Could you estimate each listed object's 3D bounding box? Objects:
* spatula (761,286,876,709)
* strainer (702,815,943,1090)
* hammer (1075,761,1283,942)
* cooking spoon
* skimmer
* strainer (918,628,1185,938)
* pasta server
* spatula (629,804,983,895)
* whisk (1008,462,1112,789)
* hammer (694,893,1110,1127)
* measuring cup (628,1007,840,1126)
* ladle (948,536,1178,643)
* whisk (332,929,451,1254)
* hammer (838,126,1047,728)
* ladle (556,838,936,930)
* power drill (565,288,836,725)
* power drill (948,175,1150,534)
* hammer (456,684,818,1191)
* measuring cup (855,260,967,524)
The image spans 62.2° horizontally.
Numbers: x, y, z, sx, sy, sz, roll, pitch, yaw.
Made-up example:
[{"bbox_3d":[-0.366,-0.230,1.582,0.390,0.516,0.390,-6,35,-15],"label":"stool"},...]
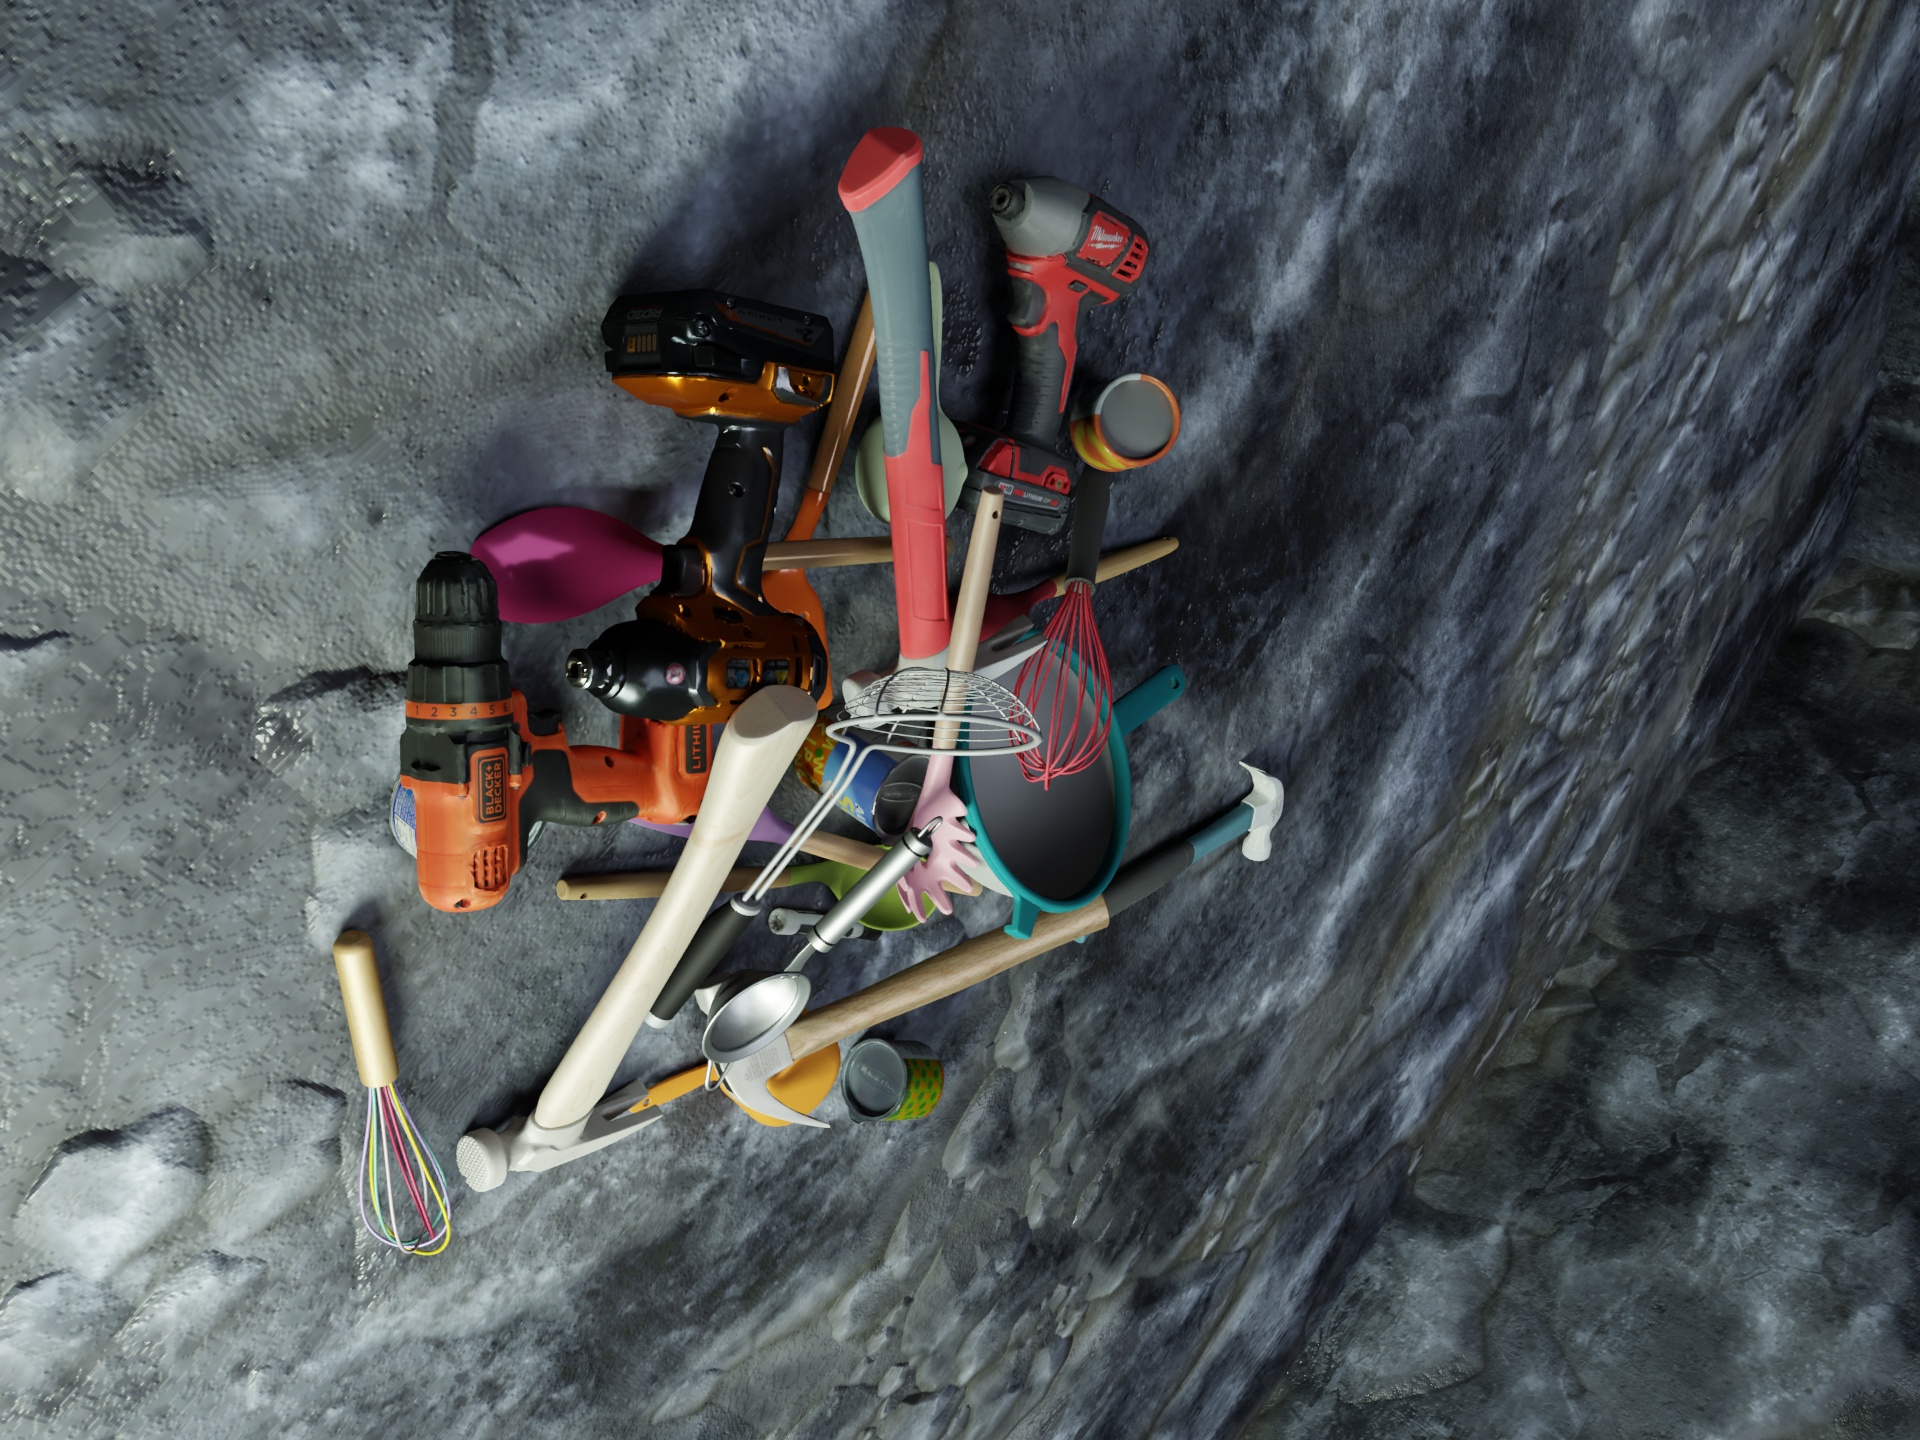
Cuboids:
[{"bbox_3d":[-0.075,-0.164,0.986,0.081,0.041,0.322,8,106,-41],"label":"spatula"},{"bbox_3d":[-0.098,0.149,1.065,0.258,0.050,0.086,-46,151,17],"label":"strainer"},{"bbox_3d":[0.214,0.137,1.563,0.331,0.033,0.128,-25,133,-40],"label":"hammer"},{"bbox_3d":[-0.134,-0.096,0.940,0.318,0.017,0.068,-8,121,-36],"label":"cooking spoon"},{"bbox_3d":[-0.093,0.097,1.001,0.127,0.090,0.363,13,126,-46],"label":"skimmer"},{"bbox_3d":[0.068,0.022,1.245,0.340,0.095,0.211,-31,105,-52],"label":"strainer"},{"bbox_3d":[-0.002,-0.003,1.024,0.060,0.040,0.316,-14,131,-34],"label":"pasta server"},{"bbox_3d":[-0.096,0.082,1.087,0.315,0.018,0.059,22,119,-41],"label":"spatula"},{"bbox_3d":[0.082,-0.079,1.130,0.073,0.073,0.296,62,32,-50],"label":"whisk"},{"bbox_3d":[-0.028,0.199,1.190,0.331,0.031,0.130,-19,97,-25],"label":"hammer"},{"bbox_3d":[-0.160,0.269,1.170,0.173,0.052,0.095,-13,127,-47],"label":"measuring cup"},{"bbox_3d":[0.084,-0.105,1.220,0.315,0.069,0.031,-25,132,-48],"label":"ladle"},{"bbox_3d":[-0.334,0.226,0.937,0.051,0.047,0.244,-25,129,-38],"label":"whisk"},{"bbox_3d":[-0.015,-0.160,0.933,0.143,0.038,0.385,-24,139,-20],"label":"hammer"},{"bbox_3d":[-0.135,0.117,1.098,0.320,0.062,0.078,3,129,-49],"label":"ladle"},{"bbox_3d":[-0.141,-0.109,0.853,0.164,0.084,0.226,-5,99,-53],"label":"power drill"},{"bbox_3d":[0.042,-0.244,1.049,0.143,0.079,0.219,5,106,-54],"label":"power drill"},{"bbox_3d":[-0.177,0.137,0.965,0.146,0.038,0.410,-10,141,-49],"label":"hammer"},{"bbox_3d":[-0.034,-0.204,1.000,0.038,0.083,0.167,-6,103,-40],"label":"measuring cup"}]
